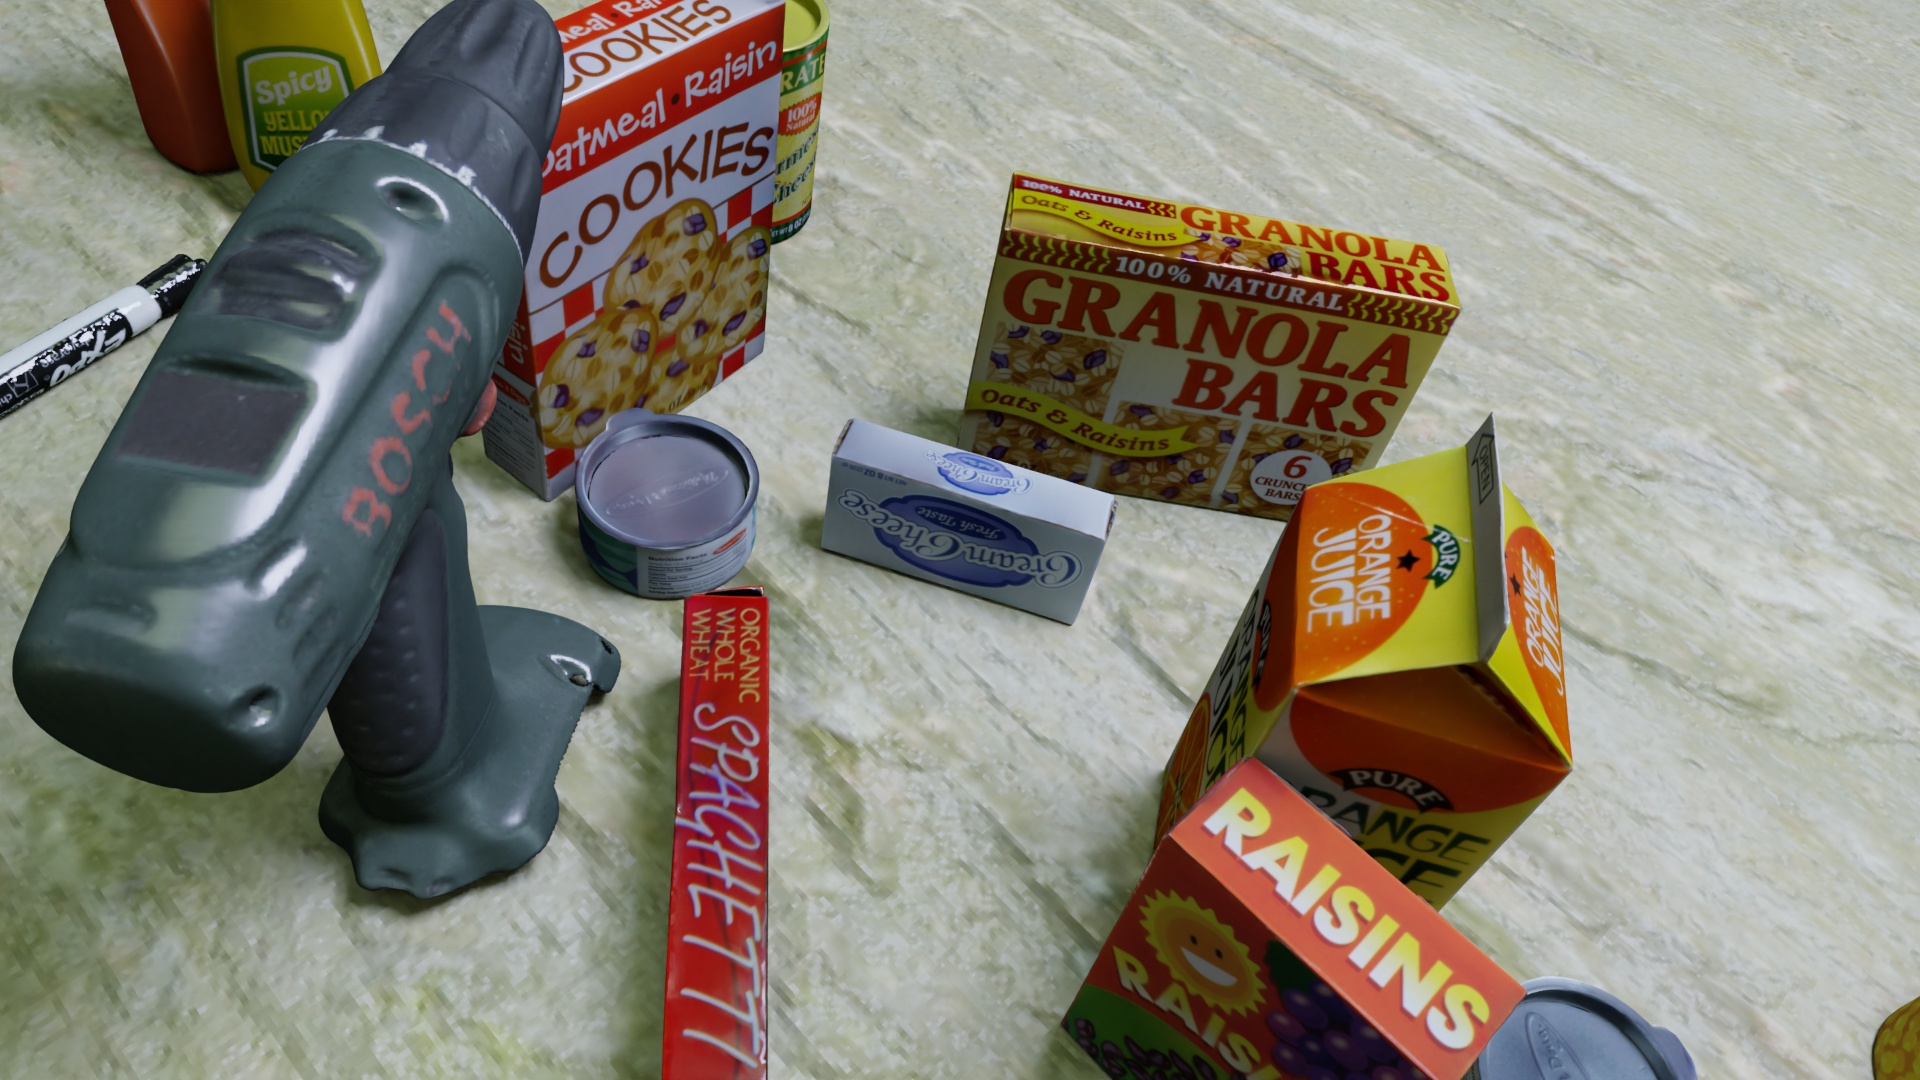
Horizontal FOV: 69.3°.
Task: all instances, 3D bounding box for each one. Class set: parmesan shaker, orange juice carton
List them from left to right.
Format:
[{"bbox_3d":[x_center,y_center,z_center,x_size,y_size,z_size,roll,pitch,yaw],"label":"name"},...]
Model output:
[{"bbox_3d":[-0.094,-0.194,0.627,0.071,0.102,0.072,6,49,-6],"label":"parmesan shaker"},{"bbox_3d":[0.112,0.054,0.396,0.073,0.191,0.072,15,49,2],"label":"orange juice carton"}]

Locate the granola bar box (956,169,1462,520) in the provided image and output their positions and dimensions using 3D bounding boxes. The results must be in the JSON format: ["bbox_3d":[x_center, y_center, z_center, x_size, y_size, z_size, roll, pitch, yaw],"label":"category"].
[{"bbox_3d":[0.089,-0.070,0.543,0.166,0.123,0.039,9,49,-3],"label":"granola bar box"}]

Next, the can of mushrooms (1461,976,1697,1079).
[{"bbox_3d":[0.183,0.169,0.417,0.071,0.033,0.071,6,49,-7],"label":"can of mushrooms"}]

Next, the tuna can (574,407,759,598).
[{"bbox_3d":[-0.110,-0.014,0.516,0.071,0.032,0.071,6,49,-7],"label":"tuna can"}]

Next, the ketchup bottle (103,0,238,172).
[{"bbox_3d":[-0.335,-0.232,0.581,0.044,0.148,0.065,-31,62,-31],"label":"ketchup bottle"}]

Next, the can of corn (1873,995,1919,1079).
[{"bbox_3d":[0.335,0.164,0.435,0.071,0.058,0.071,6,49,-7],"label":"can of corn"}]

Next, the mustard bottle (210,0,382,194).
[{"bbox_3d":[-0.272,-0.207,0.564,0.065,0.159,0.049,-7,52,-17],"label":"mustard bottle"}]

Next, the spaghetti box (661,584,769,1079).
[{"bbox_3d":[-0.069,0.125,0.394,0.029,0.049,0.251,2,50,-10],"label":"spaghetti box"}]

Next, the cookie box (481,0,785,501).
[{"bbox_3d":[-0.123,-0.111,0.507,0.040,0.166,0.123,34,52,17],"label":"cookie box"}]

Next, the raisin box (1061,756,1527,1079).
[{"bbox_3d":[0.082,0.126,0.374,0.040,0.122,0.086,-33,63,-32],"label":"raisin box"}]

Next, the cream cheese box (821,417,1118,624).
[{"bbox_3d":[0.002,-0.006,0.518,0.104,0.053,0.024,17,49,3],"label":"cream cheese box"}]
